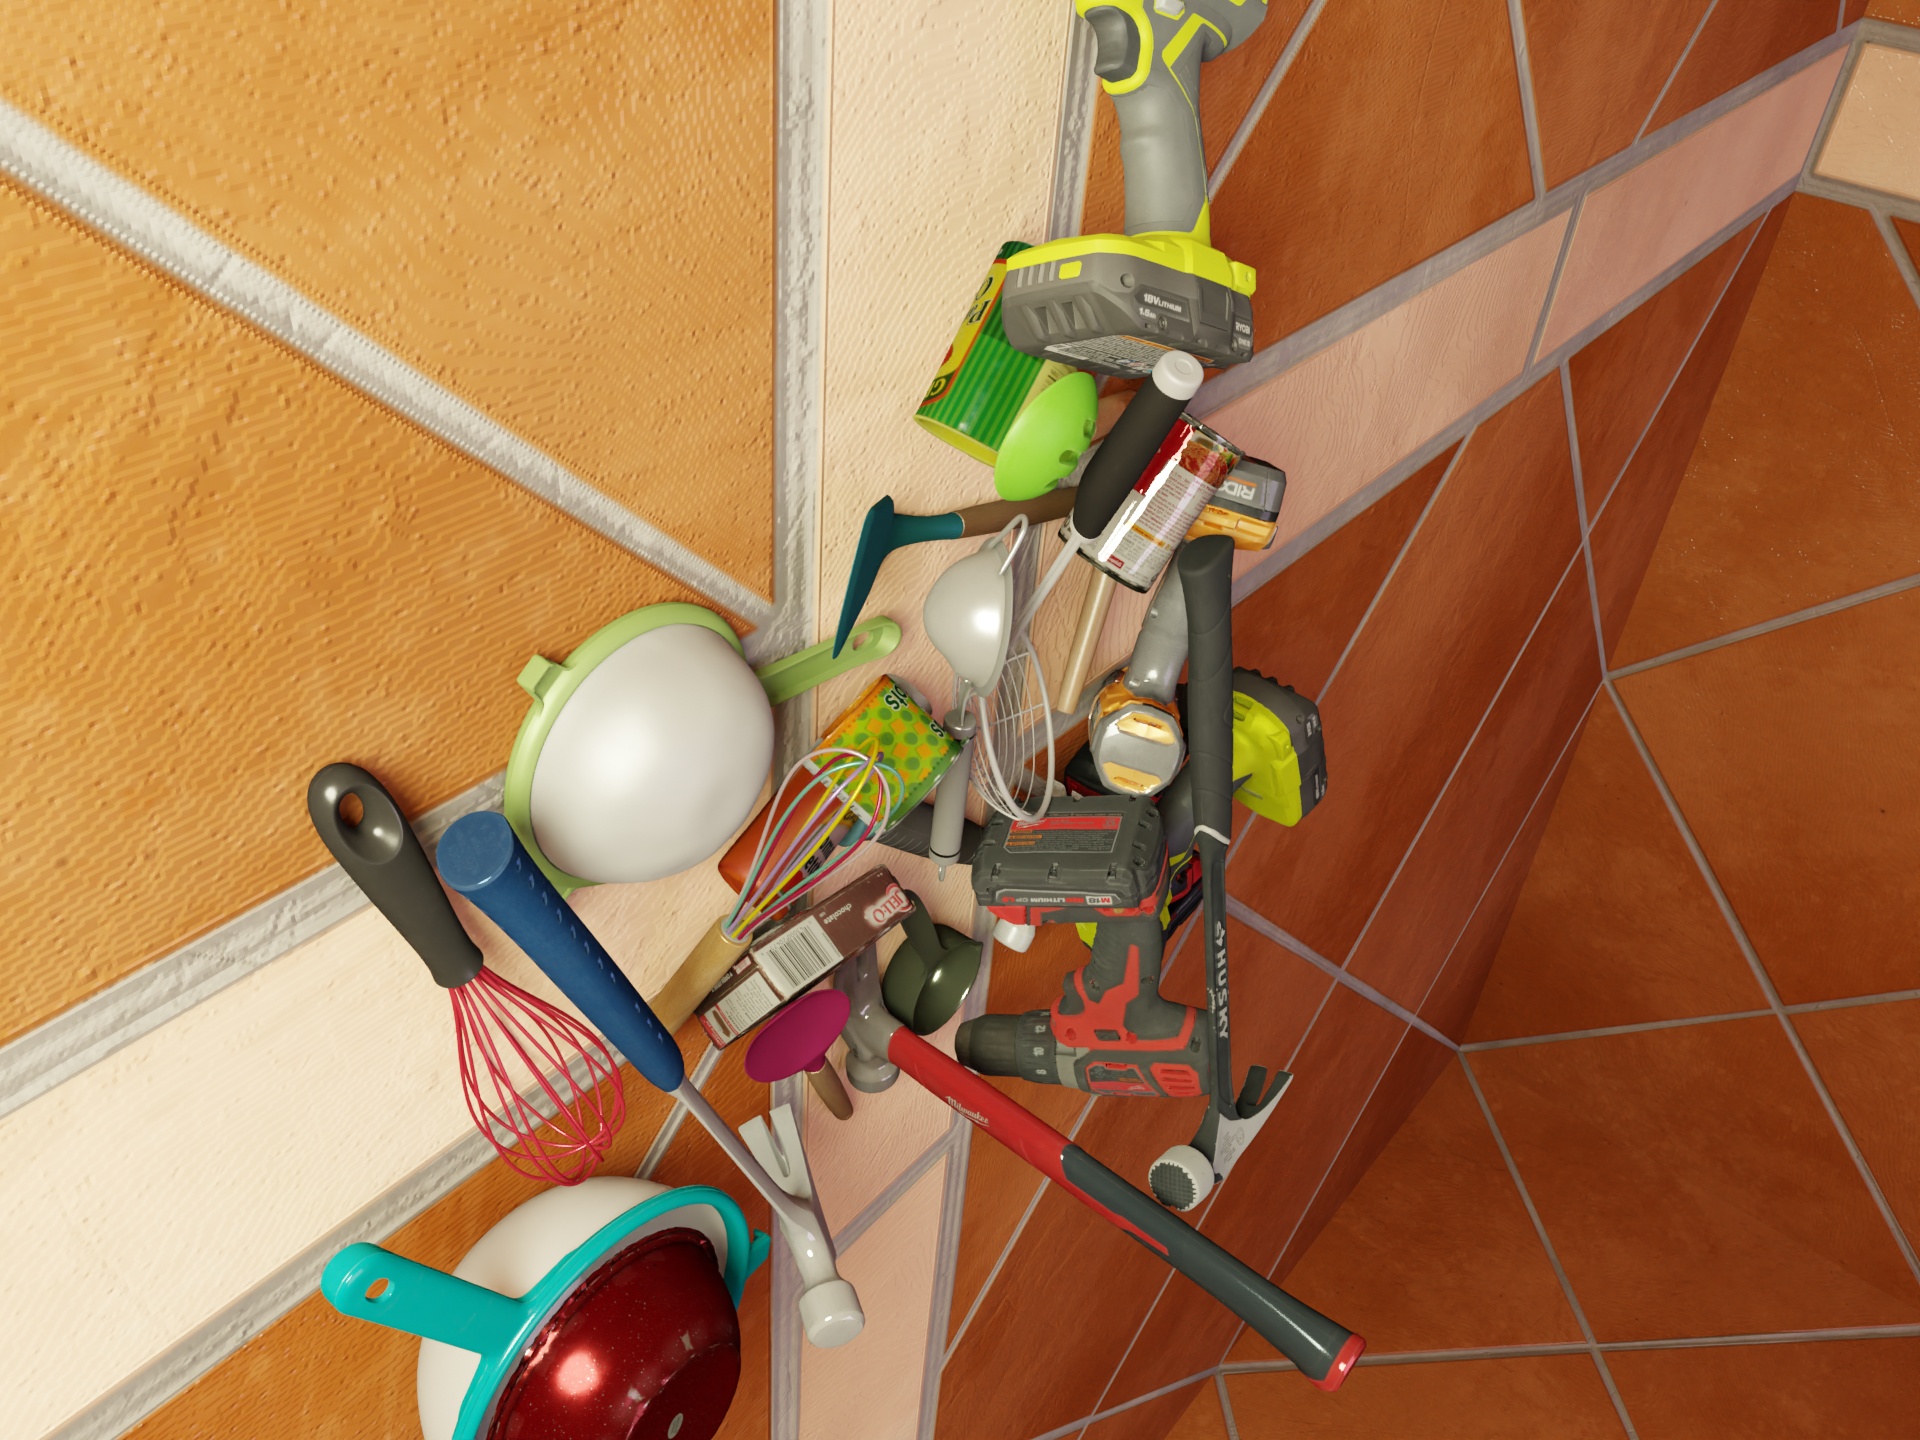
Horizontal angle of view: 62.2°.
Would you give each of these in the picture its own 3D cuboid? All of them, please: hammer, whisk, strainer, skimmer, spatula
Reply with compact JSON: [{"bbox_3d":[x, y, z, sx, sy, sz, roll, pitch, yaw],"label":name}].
[{"bbox_3d":[-0.144,0.176,0.798,0.035,0.144,0.405,-26,136,-2],"label":"hammer"},{"bbox_3d":[-0.104,0.093,0.822,0.051,0.047,0.245,12,131,-38],"label":"whisk"},{"bbox_3d":[0.161,0.089,0.992,0.149,0.036,0.409,-20,111,-52],"label":"hammer"},{"bbox_3d":[-0.102,0.006,0.788,0.256,0.069,0.151,-29,138,-43],"label":"strainer"},{"bbox_3d":[0.074,-0.065,0.879,0.363,0.090,0.127,122,-21,-54],"label":"skimmer"},{"bbox_3d":[0.019,-0.109,0.911,0.317,0.044,0.082,-22,134,-52],"label":"spatula"},{"bbox_3d":[0.073,0.269,0.976,0.038,0.387,0.143,-40,145,-34],"label":"hammer"},{"bbox_3d":[0.110,-0.155,1.009,0.060,0.018,0.316,-36,143,-76],"label":"spatula"},{"bbox_3d":[-0.236,0.296,0.809,0.211,0.095,0.340,-55,149,-16],"label":"strainer"},{"bbox_3d":[-0.219,0.122,0.721,0.073,0.073,0.295,-45,141,-27],"label":"whisk"},{"bbox_3d":[0.002,0.084,1.069,0.128,0.033,0.330,-61,152,2],"label":"hammer"},{"bbox_3d":[-0.001,-0.003,0.889,0.050,0.087,0.258,-2,129,-11],"label":"strainer"}]

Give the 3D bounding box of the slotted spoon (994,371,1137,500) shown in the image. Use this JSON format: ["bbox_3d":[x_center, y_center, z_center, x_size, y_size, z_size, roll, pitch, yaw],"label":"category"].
[{"bbox_3d":[0.071,-0.162,0.859,0.070,0.031,0.314,-58,176,20],"label":"slotted spoon"}]

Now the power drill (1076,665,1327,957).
[{"bbox_3d":[0.170,0.082,1.166,0.223,0.080,0.171,-43,140,-20],"label":"power drill"}]

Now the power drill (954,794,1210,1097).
[{"bbox_3d":[0.068,0.162,1.059,0.080,0.188,0.226,-65,147,-50],"label":"power drill"}]

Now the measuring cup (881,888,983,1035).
[{"bbox_3d":[-0.032,0.151,1.072,0.083,0.038,0.167,-49,148,-22],"label":"measuring cup"}]

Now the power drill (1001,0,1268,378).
[{"bbox_3d":[0.073,-0.287,0.742,0.190,0.080,0.228,-1,92,-49],"label":"power drill"}]

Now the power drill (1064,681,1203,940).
[{"bbox_3d":[0.146,0.074,1.257,0.143,0.079,0.219,-42,143,-31],"label":"power drill"}]

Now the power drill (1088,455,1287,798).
[{"bbox_3d":[0.141,-0.074,1.075,0.185,0.084,0.226,-74,-179,-76],"label":"power drill"}]

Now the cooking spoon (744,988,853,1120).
[{"bbox_3d":[-0.088,0.214,0.979,0.069,0.017,0.318,-37,160,-13],"label":"cooking spoon"}]
